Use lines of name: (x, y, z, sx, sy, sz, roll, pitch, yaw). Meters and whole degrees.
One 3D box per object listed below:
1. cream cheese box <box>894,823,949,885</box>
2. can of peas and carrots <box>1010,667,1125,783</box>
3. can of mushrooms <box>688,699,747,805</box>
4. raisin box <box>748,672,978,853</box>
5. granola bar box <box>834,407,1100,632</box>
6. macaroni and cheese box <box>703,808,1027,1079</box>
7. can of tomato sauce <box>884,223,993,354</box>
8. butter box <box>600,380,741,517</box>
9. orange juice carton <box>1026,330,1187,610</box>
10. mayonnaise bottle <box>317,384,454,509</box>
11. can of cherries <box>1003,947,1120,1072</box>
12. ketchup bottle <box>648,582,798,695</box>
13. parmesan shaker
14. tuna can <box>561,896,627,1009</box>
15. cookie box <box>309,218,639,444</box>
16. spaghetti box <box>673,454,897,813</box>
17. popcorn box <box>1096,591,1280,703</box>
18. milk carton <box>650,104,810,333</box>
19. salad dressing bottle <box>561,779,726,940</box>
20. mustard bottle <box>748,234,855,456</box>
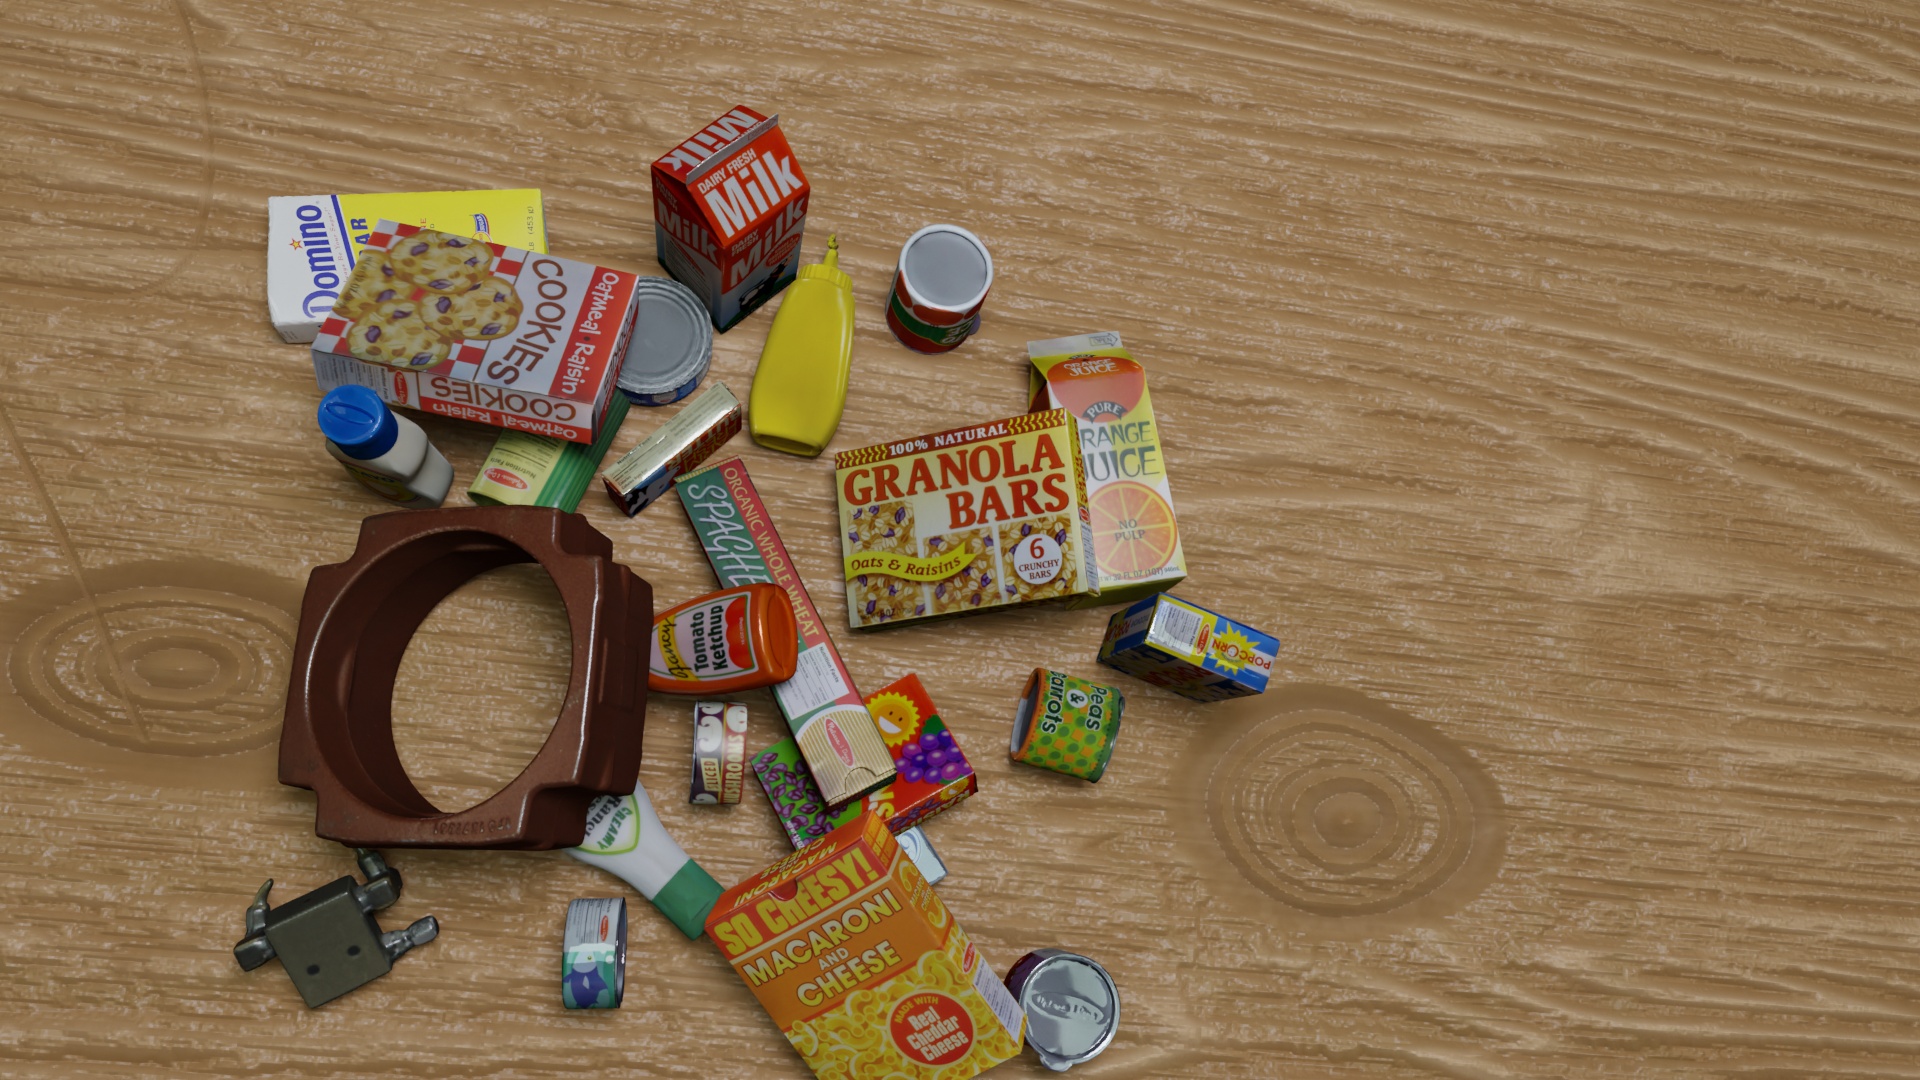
cream cheese box: (-0.065, 0.223, 0.907, 0.104, 0.024, 0.053, -30, 83, -15)
can of peas and carrots: (0.071, 0.122, 0.931, 0.059, 0.070, 0.071, 16, 75, -5)
can of mushrooms: (-0.155, 0.137, 0.888, 0.033, 0.071, 0.071, 5, 77, -11)
raisin box: (-0.063, 0.153, 0.903, 0.124, 0.040, 0.086, -27, 60, -14)
granola bar box: (0.003, -0.012, 0.928, 0.165, 0.039, 0.124, -10, 79, 18)
macaroni and cheese box: (-0.057, 0.262, 0.843, 0.123, 0.040, 0.166, -32, 99, 16)
can of tomato sauce: (-0.014, -0.175, 0.979, 0.071, 0.083, 0.071, 2, 77, -9)
butter box: (-0.192, -0.061, 0.937, 0.104, 0.053, 0.024, -42, 84, -17)
orange juice carton: (0.097, -0.054, 0.975, 0.072, 0.073, 0.193, -8, 78, -11)
mayonnaise bottle: (-0.358, -0.057, 0.857, 0.065, 0.147, 0.041, 18, 76, -5)
can of cherries: (0.062, 0.300, 0.894, 0.071, 0.058, 0.071, 2, 77, -10)
ketchup bottle: (-0.175, 0.069, 0.878, 0.148, 0.043, 0.065, -12, 77, 24)
parmesan shaker: (-0.267, -0.059, 0.916, 0.071, 0.071, 0.103, 25, 74, -3)
tuna can: (-0.224, 0.255, 0.852, 0.033, 0.071, 0.071, 1, 77, -9)
cookie box: (-0.297, -0.131, 0.871, 0.167, 0.040, 0.123, 11, 50, -7)
spaghetti box: (-0.117, 0.056, 0.905, 0.050, 0.028, 0.251, -24, 68, -14)
popcorn box: (0.149, 0.074, 0.927, 0.085, 0.126, 0.038, 21, 78, -4)
milk carton: (-0.151, -0.214, 0.908, 0.072, 0.190, 0.073, -40, 87, -15)
salad dressing bottle: (-0.210, 0.190, 0.879, 0.147, 0.044, 0.064, 42, 76, 1)
mustard bottle: (-0.104, -0.140, 0.973, 0.065, 0.048, 0.160, 14, 74, -6)
